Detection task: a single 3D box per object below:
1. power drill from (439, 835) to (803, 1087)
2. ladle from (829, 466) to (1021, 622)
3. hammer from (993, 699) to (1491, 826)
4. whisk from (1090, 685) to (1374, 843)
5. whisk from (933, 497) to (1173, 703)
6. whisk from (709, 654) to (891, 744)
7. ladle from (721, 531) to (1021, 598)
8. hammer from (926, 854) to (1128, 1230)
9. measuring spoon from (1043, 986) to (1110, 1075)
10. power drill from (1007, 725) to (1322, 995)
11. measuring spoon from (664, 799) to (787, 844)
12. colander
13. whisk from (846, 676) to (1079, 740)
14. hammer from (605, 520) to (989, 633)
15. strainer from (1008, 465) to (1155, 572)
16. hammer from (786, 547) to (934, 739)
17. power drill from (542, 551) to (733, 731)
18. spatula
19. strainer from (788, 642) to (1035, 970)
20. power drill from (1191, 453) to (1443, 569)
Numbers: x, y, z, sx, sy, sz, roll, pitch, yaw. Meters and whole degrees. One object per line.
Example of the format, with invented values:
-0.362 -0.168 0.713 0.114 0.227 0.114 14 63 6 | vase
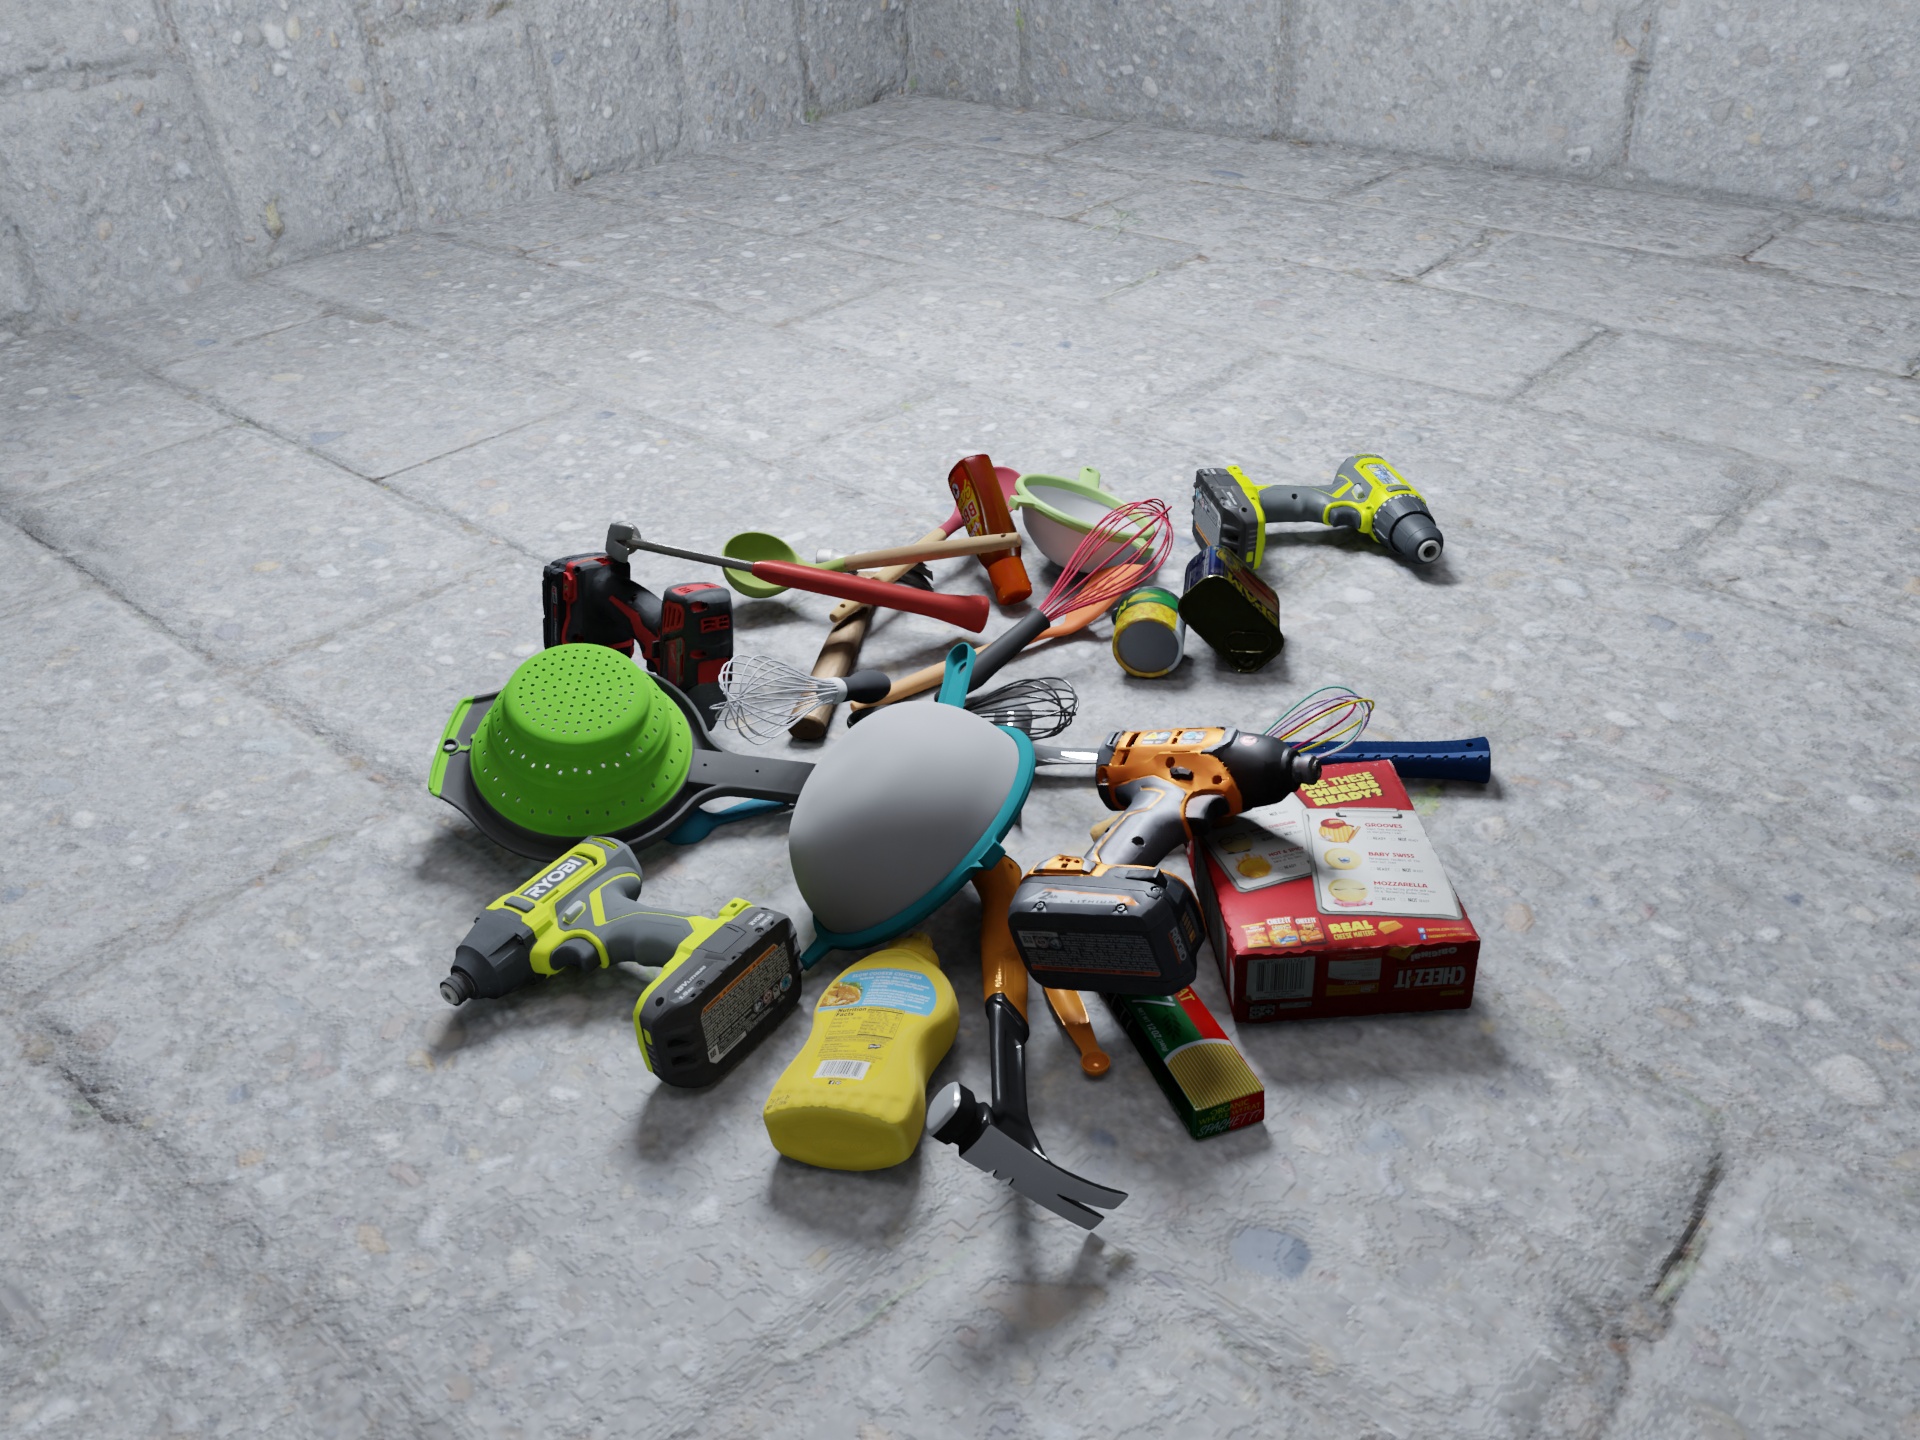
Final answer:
-0.238 0.167 1.111 0.223 0.080 0.171 14 36 32 | power drill
-0.033 -0.177 1.611 0.069 0.031 0.315 26 45 22 | ladle
0.225 0.034 1.306 0.405 0.035 0.144 0 32 6 | hammer
0.212 0.038 1.241 0.245 0.051 0.047 -26 1 -1 | whisk
0.089 -0.106 1.459 0.296 0.073 0.073 -40 43 -14 | whisk
-0.119 -0.021 1.297 0.070 0.070 0.284 10 7 20 | whisk
-0.091 -0.164 1.534 0.320 0.062 0.078 -5 42 28 | ladle
0.037 0.188 1.053 0.127 0.034 0.337 35 20 -15 | hammer
0.077 0.204 1.082 0.021 0.011 0.117 -12 30 -10 | measuring spoon
0.144 0.083 1.084 0.164 0.084 0.227 -3 34 33 | power drill
-0.184 0.068 1.305 0.128 0.021 0.042 -18 35 -18 | measuring spoon
-0.221 0.016 1.268 0.397 0.094 0.205 7 49 -3 | colander
-0.003 -0.005 1.338 0.239 0.055 0.055 -3 27 36 | whisk
-0.142 -0.130 1.455 0.359 0.036 0.149 11 6 -18 | hammer
0.124 -0.212 1.678 0.151 0.069 0.256 20 22 -1 | strainer
-0.107 -0.082 1.526 0.130 0.031 0.331 2 33 9 | hammer
-0.286 -0.068 1.433 0.220 0.143 0.078 20 25 41 | power drill
0.035 -0.076 1.494 0.322 0.041 0.081 -23 14 -25 | spatula
-0.045 0.018 1.199 0.211 0.095 0.341 -32 26 29 | strainer
0.368 -0.208 1.637 0.228 0.080 0.191 -5 32 -7 | power drill
